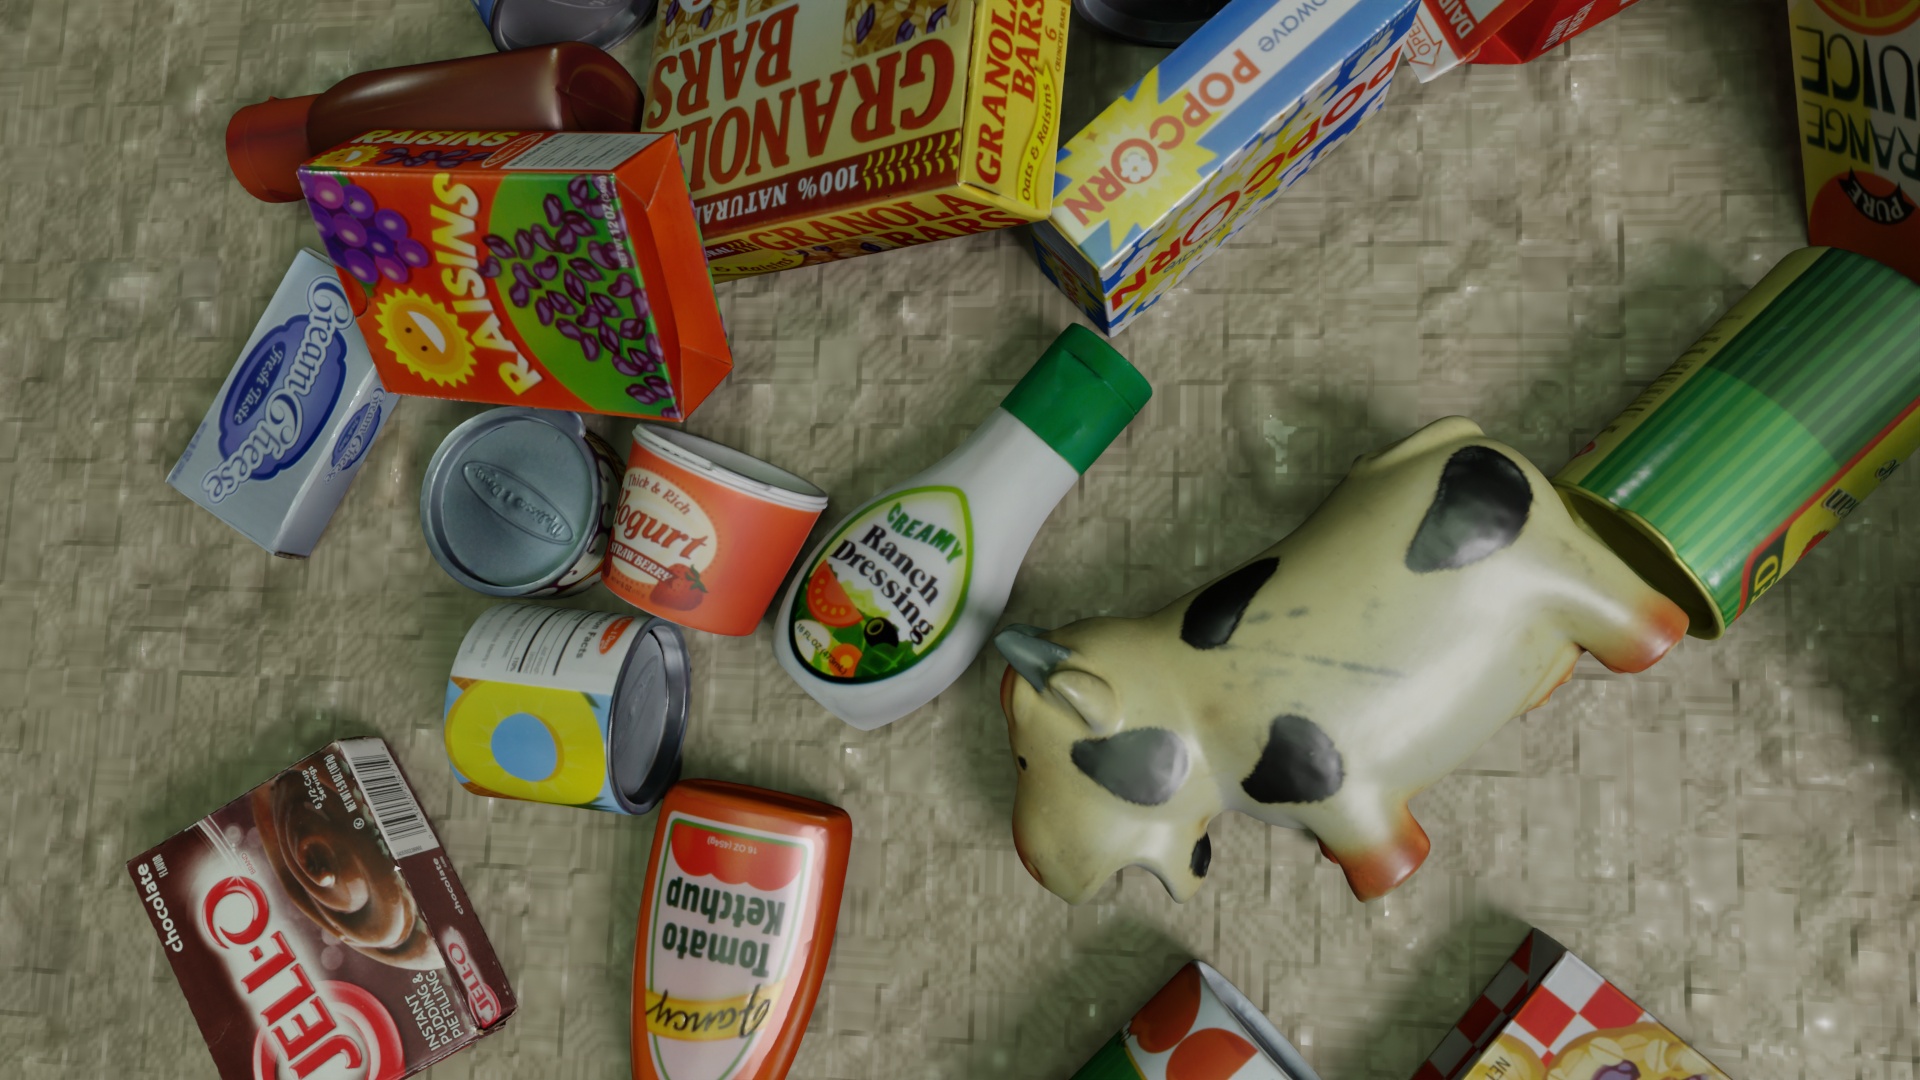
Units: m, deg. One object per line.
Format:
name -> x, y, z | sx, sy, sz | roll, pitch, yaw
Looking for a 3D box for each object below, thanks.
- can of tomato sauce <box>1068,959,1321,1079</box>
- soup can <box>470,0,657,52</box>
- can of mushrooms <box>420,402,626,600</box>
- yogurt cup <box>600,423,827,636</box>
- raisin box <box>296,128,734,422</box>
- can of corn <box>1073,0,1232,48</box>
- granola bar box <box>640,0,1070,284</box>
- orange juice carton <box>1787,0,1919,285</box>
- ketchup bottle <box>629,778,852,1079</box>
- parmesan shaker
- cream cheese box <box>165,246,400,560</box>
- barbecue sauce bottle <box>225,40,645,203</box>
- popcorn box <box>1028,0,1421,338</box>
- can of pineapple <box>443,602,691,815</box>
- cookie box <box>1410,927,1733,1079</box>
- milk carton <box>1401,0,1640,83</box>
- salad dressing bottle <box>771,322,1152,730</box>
can of tomato sauce -> 0.064, 0.178, 0.419 | 0.083, 0.071, 0.071 | -45, 79, 1
soup can -> -0.158, -0.222, 0.499 | 0.071, 0.071, 0.084 | -33, 79, 4
can of mushrooms -> -0.150, -0.014, 0.489 | 0.071, 0.033, 0.071 | -1, 83, 9
yogurt cup -> -0.085, -0.003, 0.464 | 0.072, 0.072, 0.054 | 23, 96, 11
raisin box -> -0.145, -0.088, 0.456 | 0.123, 0.040, 0.085 | 7, 129, 21
can of corn -> 0.075, -0.206, 0.459 | 0.071, 0.071, 0.058 | 4, 84, 9
granola bar box -> -0.040, -0.154, 0.441 | 0.165, 0.039, 0.124 | 1, 83, 45
orange juice carton -> 0.291, -0.135, 0.391 | 0.072, 0.073, 0.192 | -22, 118, 6
ketchup bottle -> -0.079, 0.156, 0.454 | 0.065, 0.043, 0.149 | 10, 86, 10
parmesan shaker -> 0.236, -0.029, 0.412 | 0.103, 0.071, 0.071 | -44, 79, 2
cream cheese box -> -0.242, -0.051, 0.512 | 0.053, 0.024, 0.104 | 29, 89, 10
barbecue sauce bottle -> -0.191, -0.147, 0.498 | 0.148, 0.065, 0.043 | -1, 91, 17
popcorn box -> 0.081, -0.127, 0.440 | 0.126, 0.085, 0.038 | -40, 81, 2
can of pineapple -> -0.129, 0.057, 0.462 | 0.058, 0.071, 0.071 | 5, 85, 10
cookie box -> 0.203, 0.219, 0.404 | 0.167, 0.040, 0.123 | 39, 91, 11
milk carton -> 0.215, -0.219, 0.436 | 0.190, 0.073, 0.072 | -27, 81, 5
salad dressing bottle -> 0.002, -0.006, 0.459 | 0.064, 0.044, 0.147 | 42, 91, 22
